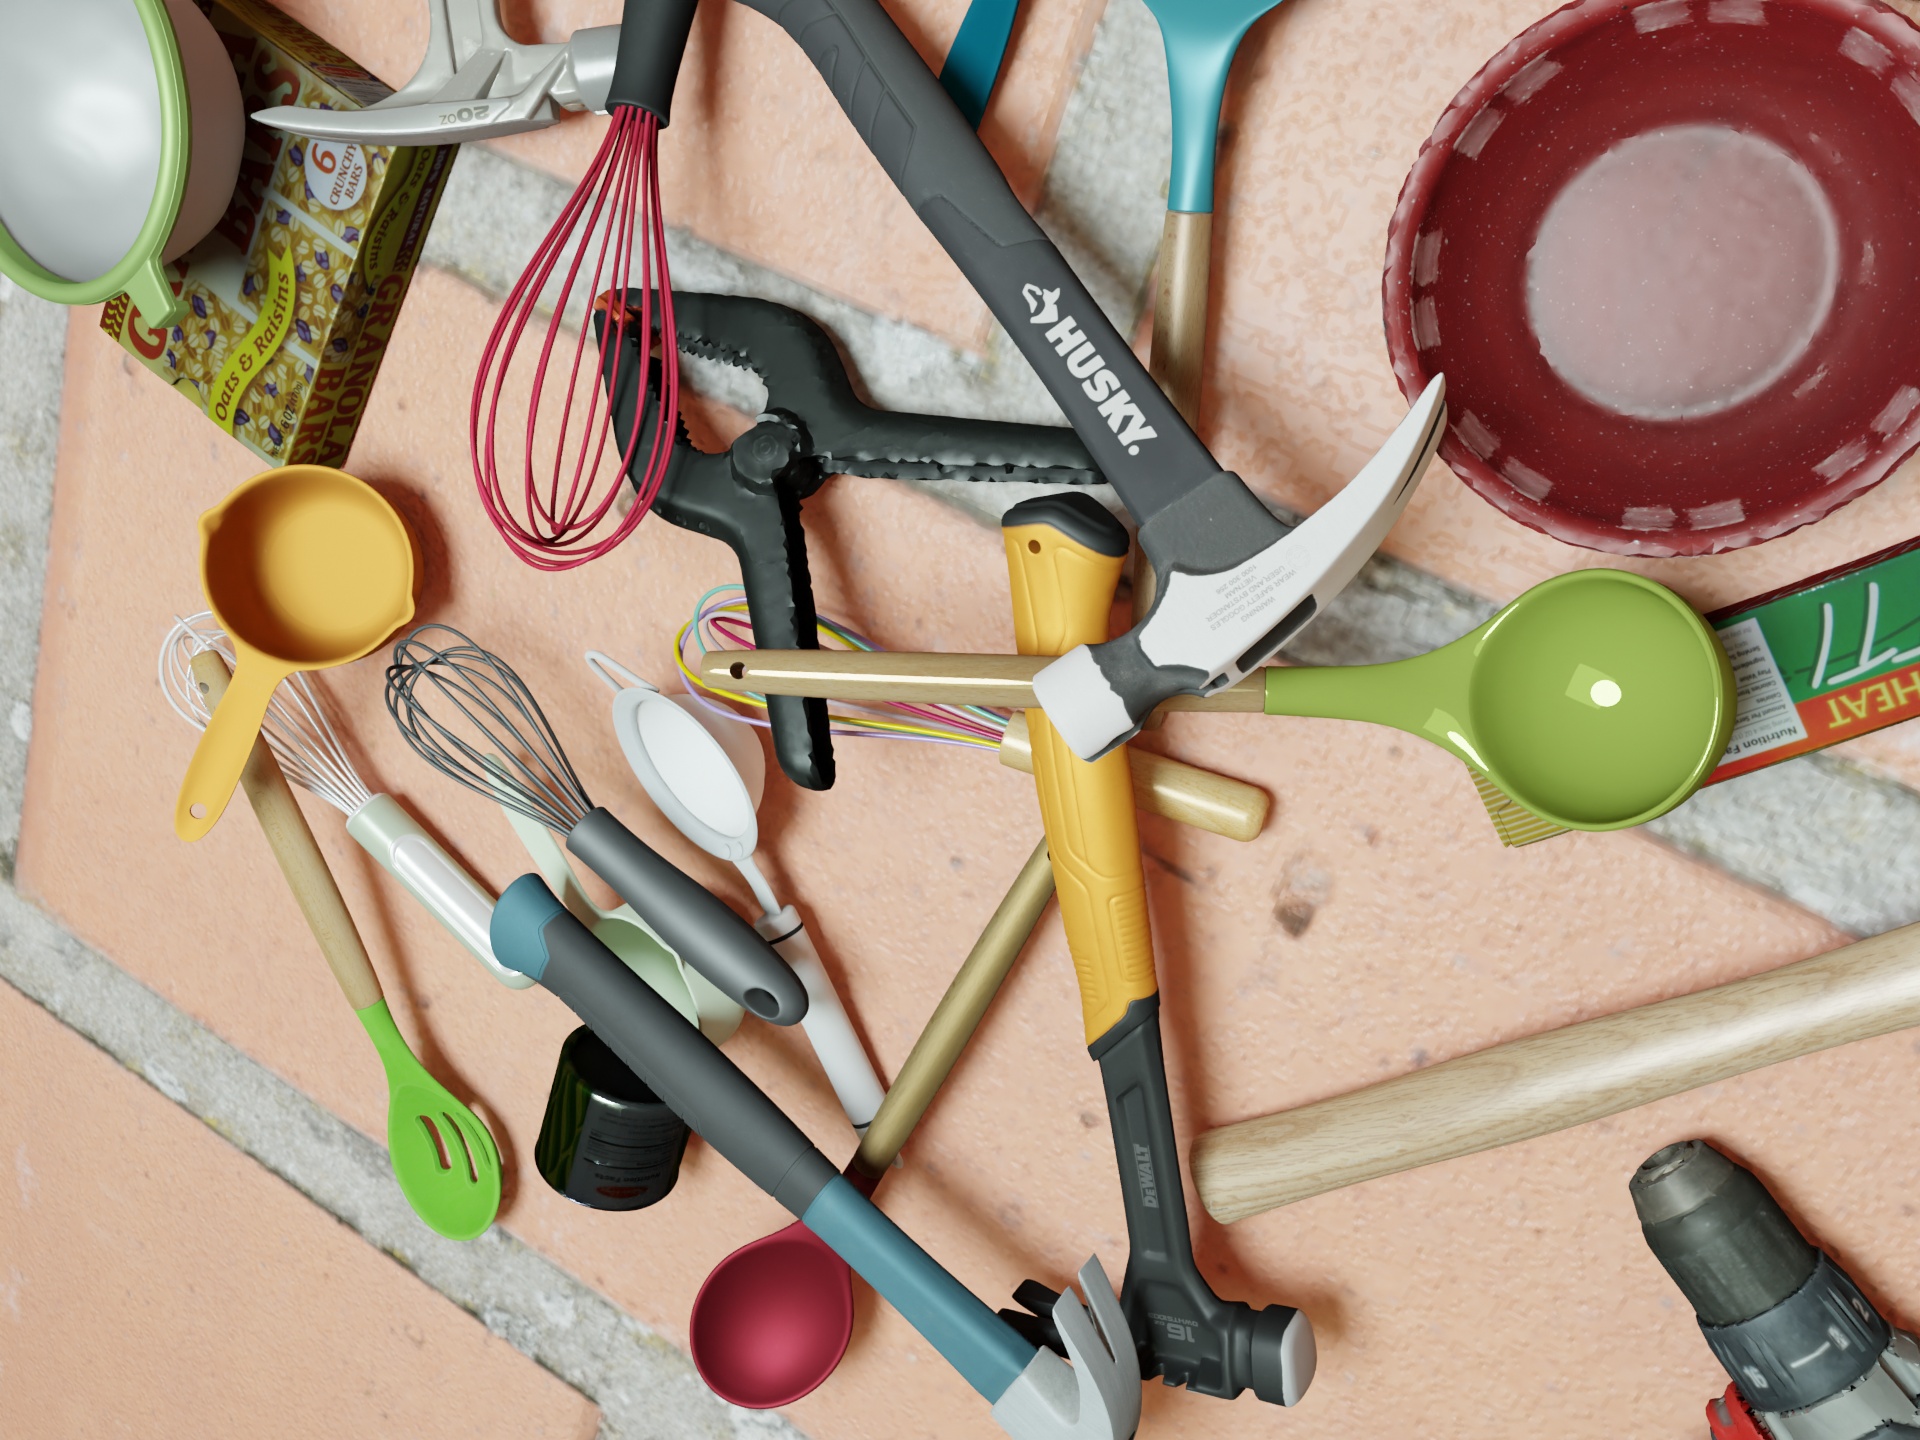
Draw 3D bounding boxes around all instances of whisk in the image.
[{"bbox_3d":[-0.286,0.037,0.752,0.246,0.059,0.058,44,72,4],"label":"whisk"},{"bbox_3d":[-0.152,0.043,0.657,0.239,0.055,0.055,39,116,12],"label":"whisk"},{"bbox_3d":[0.000,-0.004,0.613,0.245,0.047,0.051,18,109,15],"label":"whisk"},{"bbox_3d":[-0.121,-0.199,0.571,0.073,0.073,0.296,11,89,22],"label":"whisk"}]

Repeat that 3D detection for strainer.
[{"bbox_3d":[-0.326,-0.292,0.623,0.151,0.069,0.256,25,111,21],"label":"strainer"},{"bbox_3d":[-0.079,0.078,0.670,0.087,0.050,0.258,-10,107,55],"label":"strainer"}]

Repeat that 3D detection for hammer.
[{"bbox_3d":[0.218,0.116,0.528,0.331,0.031,0.130,-29,61,33],"label":"hammer"},{"bbox_3d":[-0.066,0.181,0.632,0.331,0.033,0.128,39,125,13],"label":"hammer"},{"bbox_3d":[0.049,0.087,0.578,0.127,0.034,0.336,-1,105,32],"label":"hammer"},{"bbox_3d":[0.014,-0.160,0.515,0.146,0.035,0.335,-34,70,8],"label":"hammer"},{"bbox_3d":[-0.210,-0.402,0.586,0.149,0.037,0.359,-4,100,4],"label":"hammer"}]

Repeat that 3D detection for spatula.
[{"bbox_3d":[0.081,-0.148,0.545,0.082,0.044,0.317,12,113,21],"label":"spatula"}]

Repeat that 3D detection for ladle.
[{"bbox_3d":[-0.028,0.165,0.656,0.069,0.031,0.315,28,111,-2],"label":"ladle"},{"bbox_3d":[0.068,-0.011,0.498,0.320,0.062,0.078,2,89,11],"label":"ladle"}]

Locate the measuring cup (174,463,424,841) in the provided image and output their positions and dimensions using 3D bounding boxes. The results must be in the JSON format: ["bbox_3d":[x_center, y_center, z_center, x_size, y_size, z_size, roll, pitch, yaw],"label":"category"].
[{"bbox_3d":[-0.300,-0.029,0.703,0.095,0.052,0.173,25,92,-10],"label":"measuring cup"}]

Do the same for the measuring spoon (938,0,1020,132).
[{"bbox_3d":[0.013,-0.242,0.557,0.042,0.021,0.128,35,125,13],"label":"measuring spoon"}]

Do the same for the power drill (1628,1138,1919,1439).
[{"bbox_3d":[0.236,0.271,0.555,0.226,0.080,0.188,-40,78,24],"label":"power drill"}]

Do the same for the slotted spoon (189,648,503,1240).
[{"bbox_3d":[-0.290,0.111,0.756,0.070,0.031,0.313,-9,110,26],"label":"slotted spoon"}]

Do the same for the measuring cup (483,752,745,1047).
[{"bbox_3d":[-0.153,0.076,0.702,0.168,0.038,0.083,53,135,11],"label":"measuring cup"}]
